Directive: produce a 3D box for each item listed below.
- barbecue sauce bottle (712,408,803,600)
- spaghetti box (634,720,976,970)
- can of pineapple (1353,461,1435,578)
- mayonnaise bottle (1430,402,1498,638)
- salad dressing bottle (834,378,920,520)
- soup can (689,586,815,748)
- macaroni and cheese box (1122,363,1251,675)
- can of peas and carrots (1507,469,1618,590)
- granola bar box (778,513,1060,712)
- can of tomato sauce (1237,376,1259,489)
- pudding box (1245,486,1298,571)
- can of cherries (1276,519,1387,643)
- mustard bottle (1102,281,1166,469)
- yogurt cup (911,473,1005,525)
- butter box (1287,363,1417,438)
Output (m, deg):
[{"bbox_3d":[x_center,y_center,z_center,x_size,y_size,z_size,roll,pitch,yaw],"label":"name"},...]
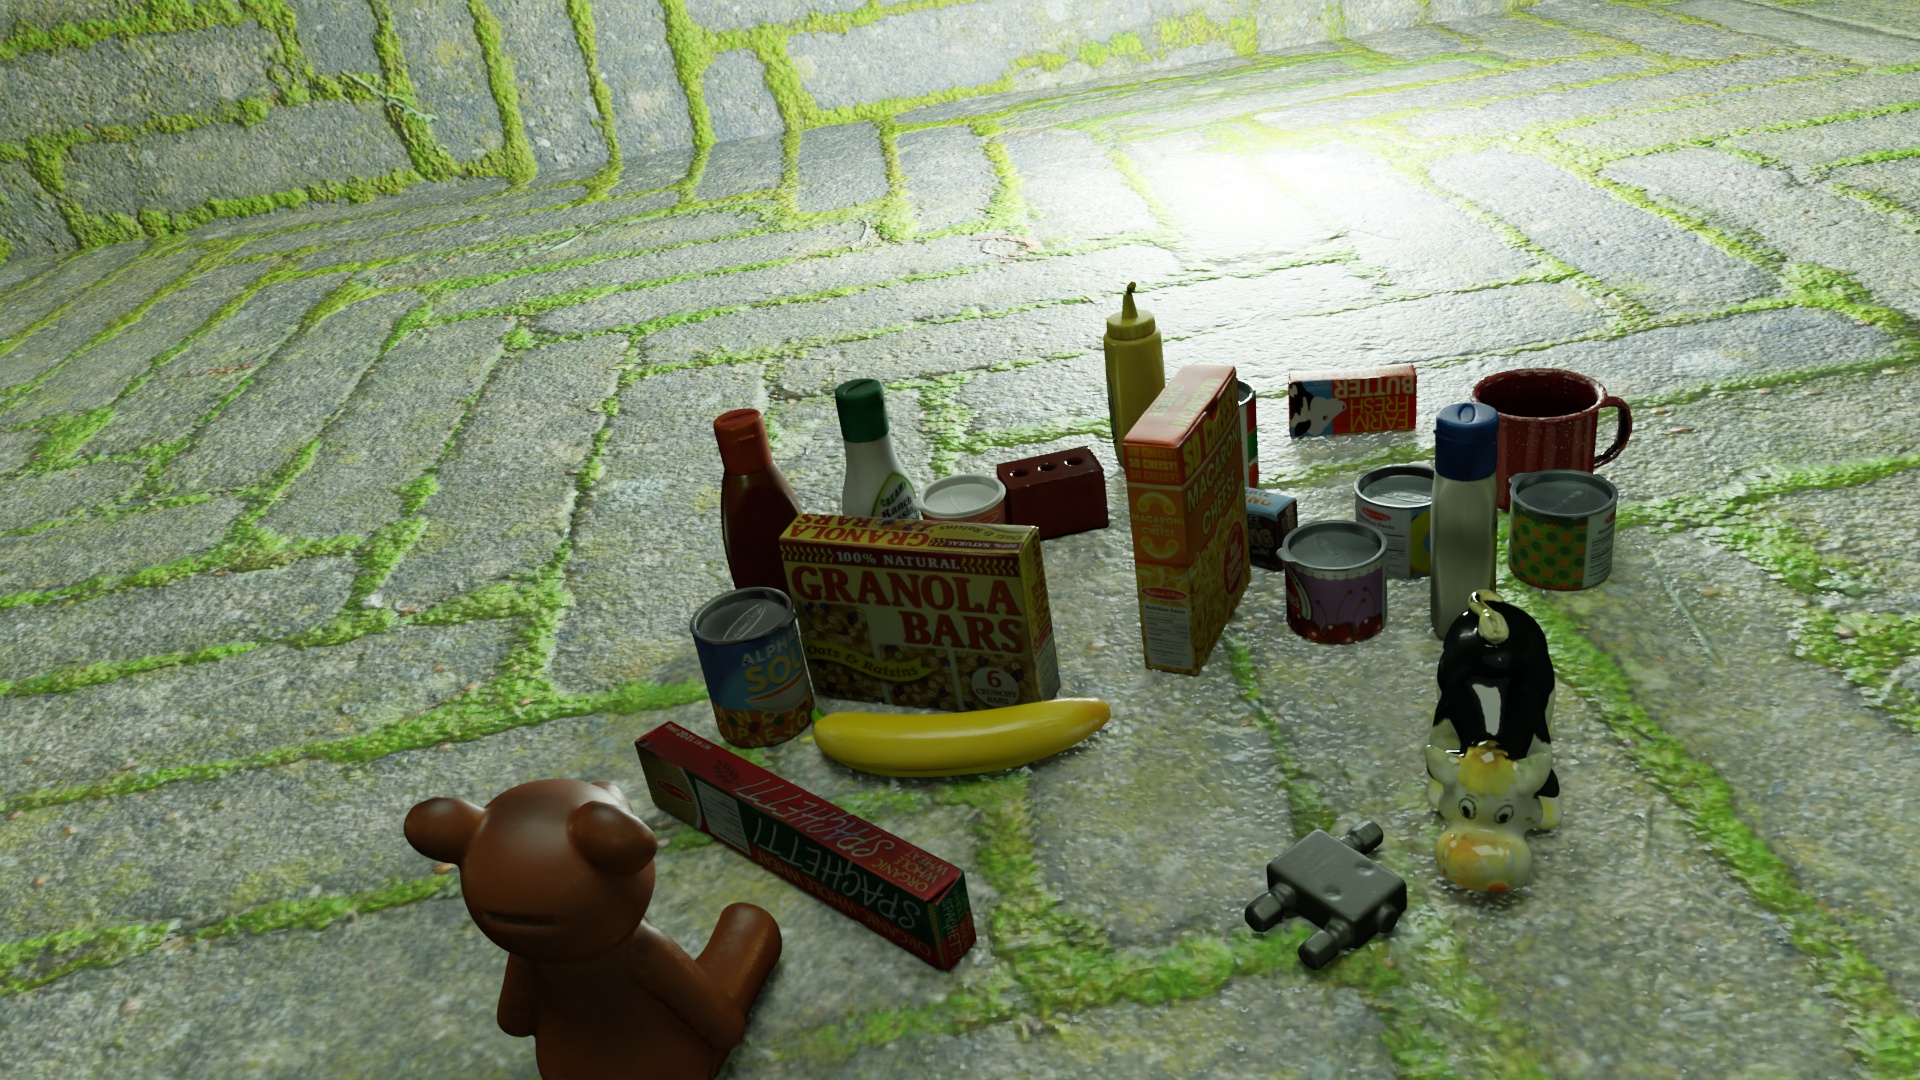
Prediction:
[{"bbox_3d":[-0.150,-0.024,1.033,0.065,0.147,0.044,-18,29,-15],"label":"barbecue sauce bottle"},{"bbox_3d":[-0.093,0.164,0.775,0.250,0.050,0.029,17,38,39],"label":"spaghetti box"},{"bbox_3d":[0.311,-0.014,0.971,0.071,0.057,0.071,-7,28,4],"label":"can of pineapple"},{"bbox_3d":[0.317,-0.013,0.873,0.041,0.147,0.065,2,30,20],"label":"mayonnaise bottle"},{"bbox_3d":[-0.065,-0.049,1.054,0.044,0.147,0.064,16,37,39],"label":"salad dressing bottle"},{"bbox_3d":[-0.131,0.083,0.900,0.071,0.083,0.072,-7,28,4],"label":"soup can"},{"bbox_3d":[0.152,-0.016,0.908,0.040,0.165,0.124,6,32,27],"label":"macaroni and cheese box"},{"bbox_3d":[0.401,-0.008,0.933,0.071,0.058,0.071,-7,28,4],"label":"can of peas and carrots"},{"bbox_3d":[-0.026,0.048,0.890,0.165,0.123,0.039,3,31,22],"label":"granola bar box"},{"bbox_3d":[0.202,-0.079,1.097,0.071,0.082,0.071,-7,28,4],"label":"can of tomato sauce"},{"bbox_3d":[0.203,-0.013,1.011,0.084,0.049,0.030,17,38,39],"label":"pudding box"},{"bbox_3d":[0.245,0.027,0.916,0.071,0.058,0.072,-7,28,4],"label":"can of cherries"},{"bbox_3d":[0.143,-0.137,1.140,0.049,0.159,0.065,-7,28,5],"label":"mustard bottle"},{"bbox_3d":[0.004,-0.013,1.066,0.072,0.053,0.073,-7,28,4],"label":"yogurt cup"},{"bbox_3d":[0.326,-0.116,1.158,0.103,0.053,0.024,-4,29,11],"label":"butter box"}]
